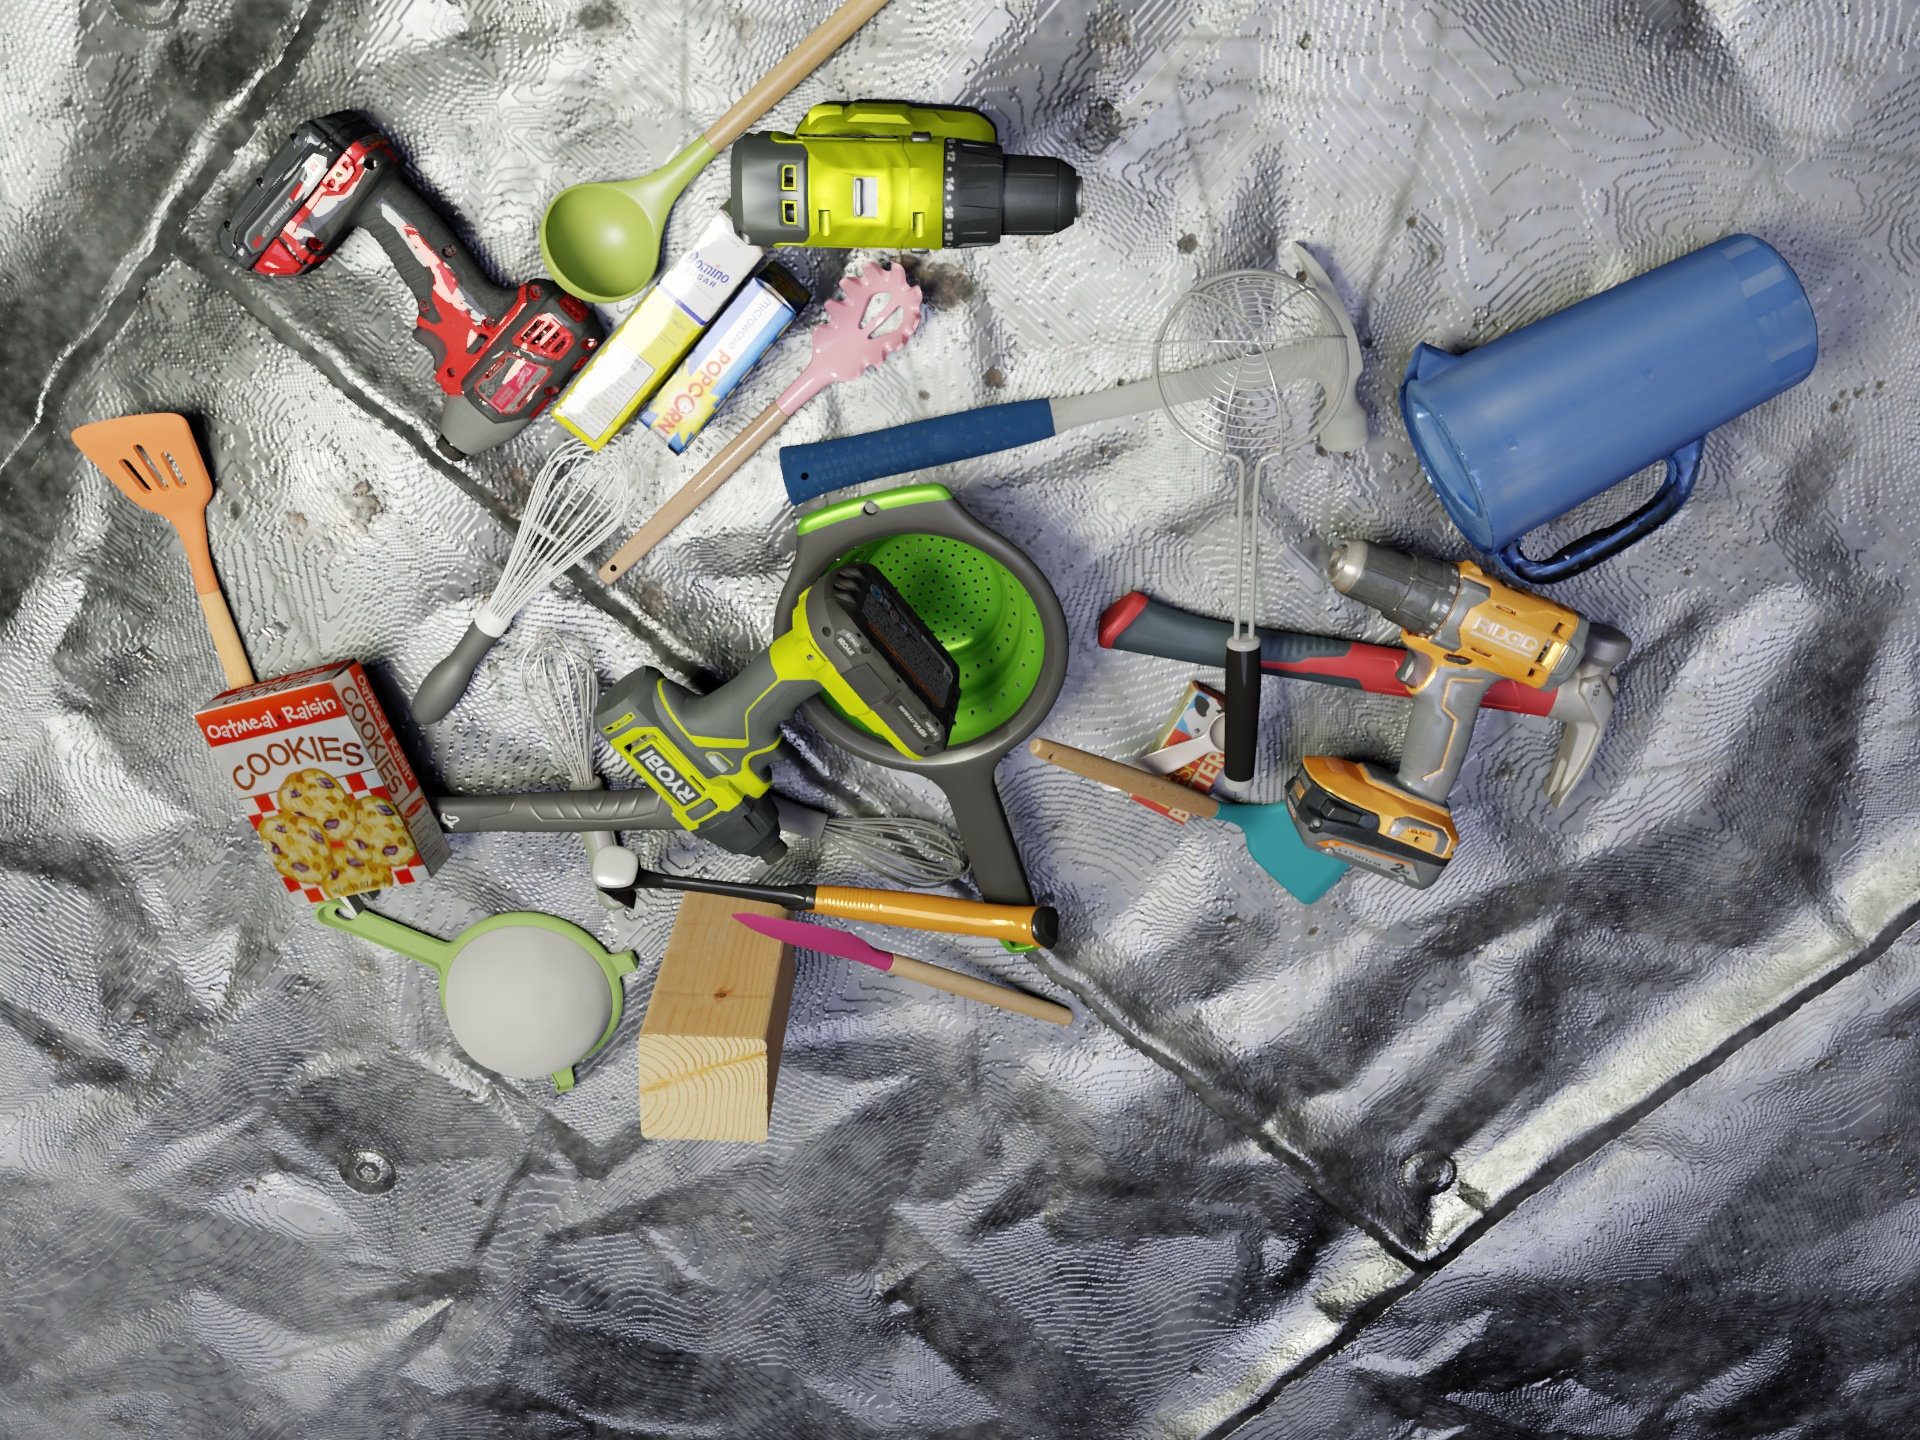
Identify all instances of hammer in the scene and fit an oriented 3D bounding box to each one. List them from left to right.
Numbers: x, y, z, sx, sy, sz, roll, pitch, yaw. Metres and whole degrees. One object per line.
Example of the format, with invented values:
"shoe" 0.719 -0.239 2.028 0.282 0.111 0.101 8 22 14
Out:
"hammer" -0.347 0.075 1.197 0.335 0.035 0.146 -2 115 13
"hammer" -0.096 0.135 1.177 0.337 0.127 0.034 7 77 -1
"hammer" 0.073 -0.219 1.101 0.405 0.035 0.144 -12 113 5
"hammer" 0.291 -0.027 1.184 0.386 0.038 0.143 8 115 -4

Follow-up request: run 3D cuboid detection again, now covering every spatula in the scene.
"spatula" -0.546 -0.069 1.162 0.081 0.041 0.322 -8 114 3
"spatula" 0.176 0.065 1.183 0.317 0.044 0.082 19 117 -36

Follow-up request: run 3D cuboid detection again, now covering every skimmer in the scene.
"skimmer" 0.197 -0.122 1.103 0.127 0.090 0.363 -1 122 5

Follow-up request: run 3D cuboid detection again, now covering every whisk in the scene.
"whisk" -0.320 -0.096 1.147 0.070 0.070 0.284 37 114 -15
"whisk" -0.286 0.041 1.209 0.058 0.059 0.246 -29 125 -35
"whisk" -0.106 0.080 1.229 0.239 0.055 0.055 17 113 -3

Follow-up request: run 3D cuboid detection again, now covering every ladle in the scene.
"ladle" -0.141 -0.386 1.018 0.320 0.062 0.078 -37 111 12

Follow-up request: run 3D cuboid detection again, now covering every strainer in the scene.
"strainer" -0.398 0.212 1.269 0.256 0.069 0.151 26 111 -13

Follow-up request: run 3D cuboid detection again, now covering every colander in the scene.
"colander" -0.002 -0.004 1.166 0.204 0.095 0.396 -12 120 12

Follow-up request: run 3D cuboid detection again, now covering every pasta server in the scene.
"pasta server" -0.145 -0.199 1.108 0.316 0.040 0.060 -40 92 17

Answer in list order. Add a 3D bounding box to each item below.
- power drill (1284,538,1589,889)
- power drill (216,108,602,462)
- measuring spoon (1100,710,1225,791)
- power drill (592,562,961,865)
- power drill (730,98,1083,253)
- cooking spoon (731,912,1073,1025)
"power drill" 0.311 -0.010 1.129 0.185 0.084 0.226 21 110 -9
"power drill" -0.363 -0.280 1.054 0.219 0.079 0.143 41 108 -19
"measuring spoon" 0.161 0.024 1.194 0.124 0.018 0.034 -24 108 17
"power drill" -0.116 0.004 1.084 0.223 0.080 0.171 -28 116 26
"power drill" -0.029 -0.323 0.949 0.190 0.229 0.080 1 114 -1
"cooking spoon" -0.035 0.194 1.234 0.318 0.069 0.017 22 70 -31
